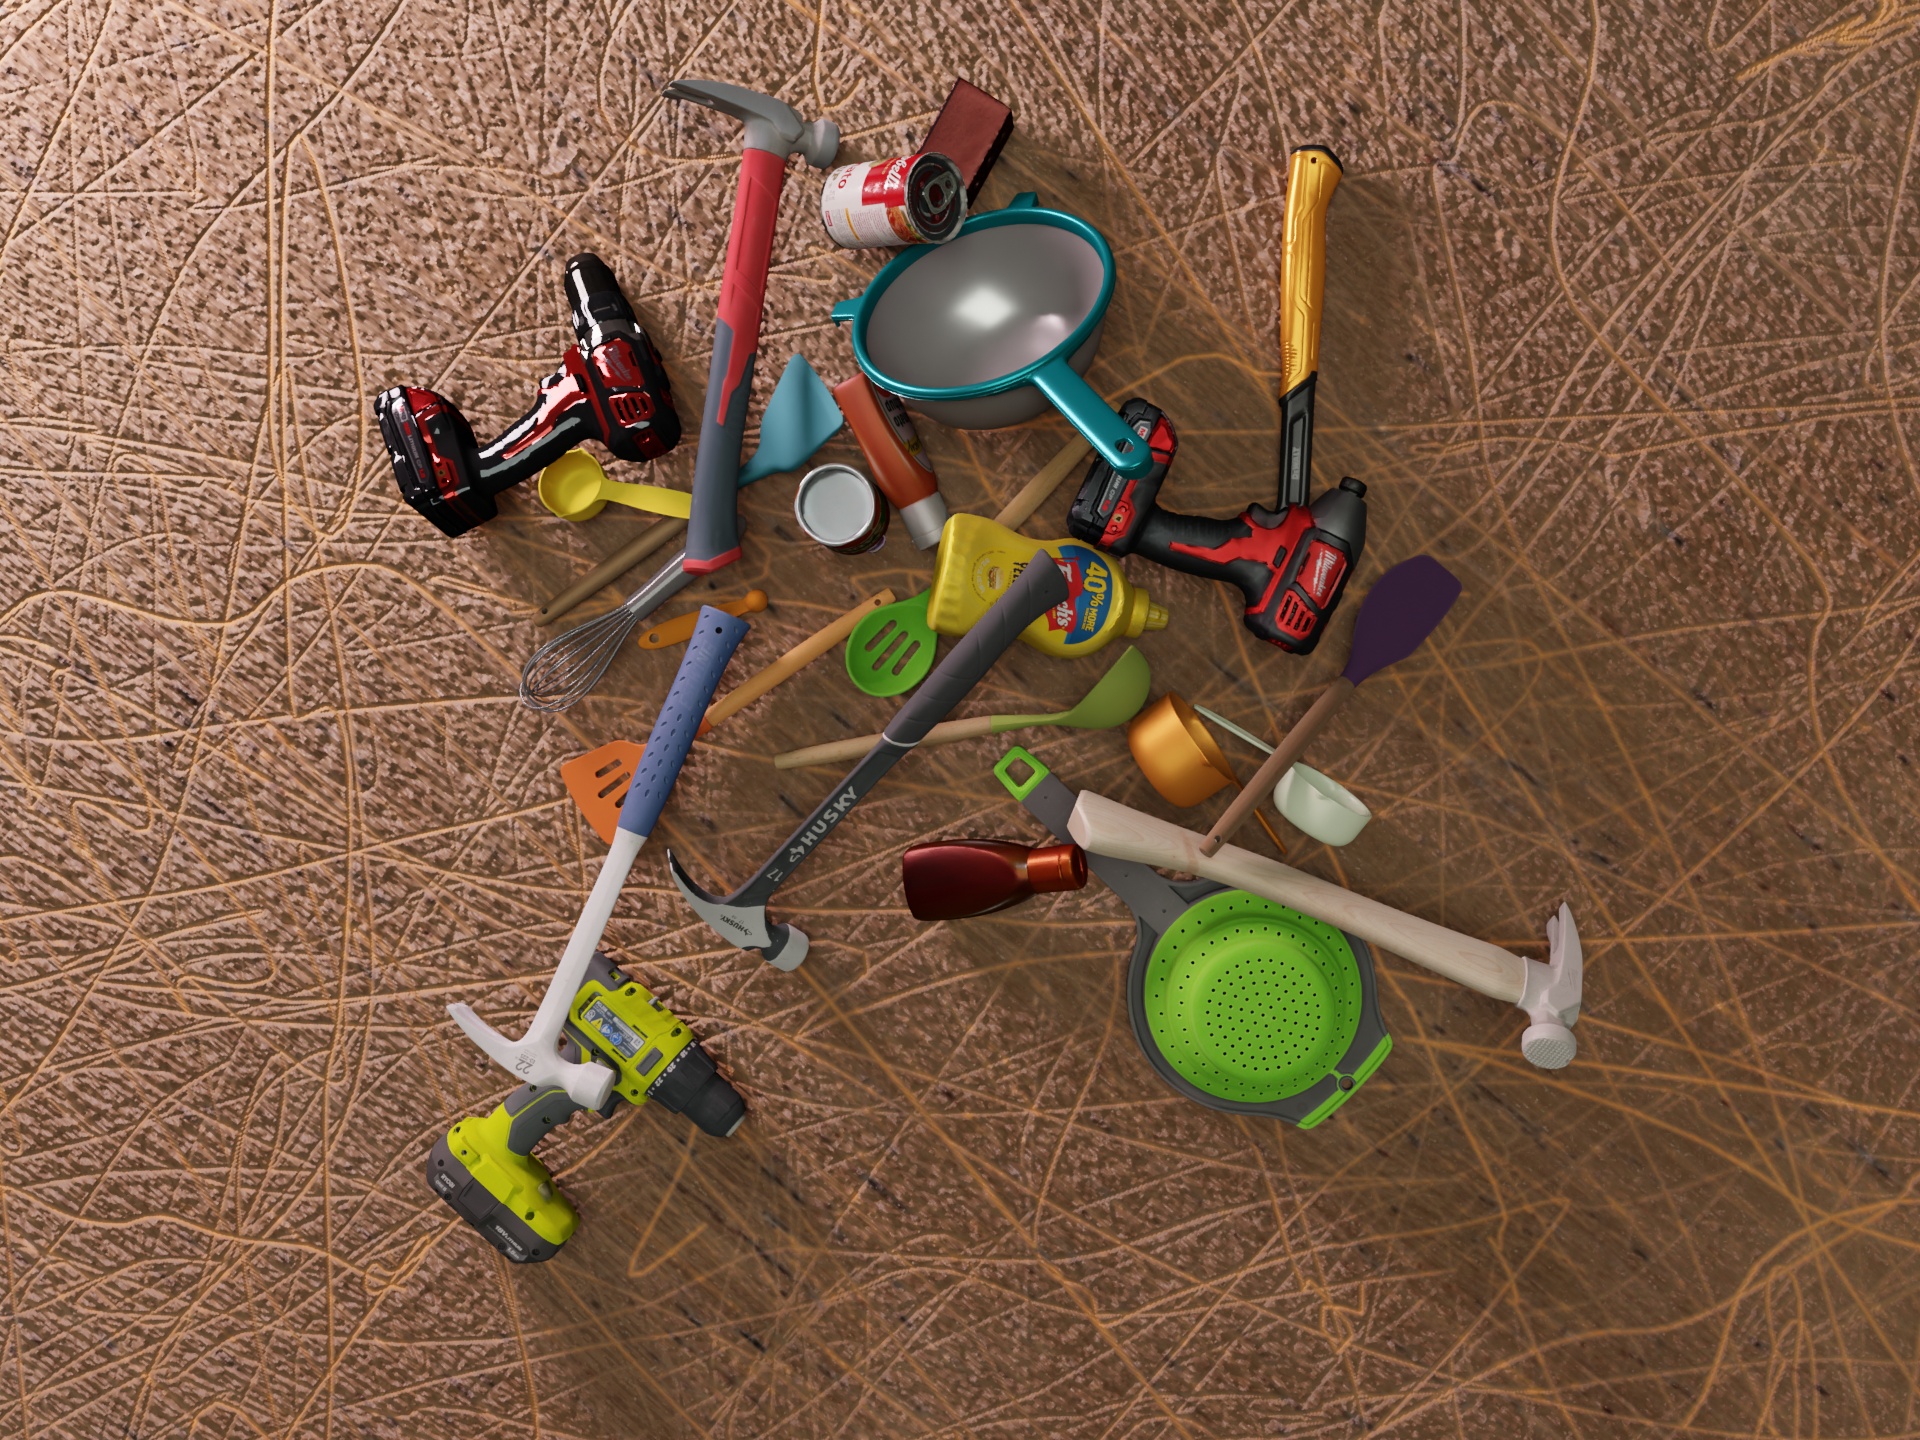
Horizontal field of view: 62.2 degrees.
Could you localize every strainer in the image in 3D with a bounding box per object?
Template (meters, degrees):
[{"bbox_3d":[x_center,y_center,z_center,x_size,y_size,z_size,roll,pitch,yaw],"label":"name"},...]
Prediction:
[{"bbox_3d":[0.057,-0.258,1.208,0.211,0.095,0.341,-32,51,-4],"label":"strainer"}]

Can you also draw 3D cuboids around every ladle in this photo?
[{"bbox_3d":[-0.002,-0.004,1.299,0.320,0.078,0.062,-10,94,11],"label":"ladle"}]

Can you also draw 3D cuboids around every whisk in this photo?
[{"bbox_3d":[-0.270,-0.091,1.321,0.239,0.055,0.055,-40,88,0],"label":"whisk"}]

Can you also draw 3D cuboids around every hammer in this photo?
[{"bbox_3d":[-0.192,-0.308,1.262,0.143,0.038,0.386,10,85,-25],"label":"hammer"},{"bbox_3d":[0.265,-0.292,1.280,0.127,0.034,0.337,3,92,3],"label":"hammer"},{"bbox_3d":[0.284,0.134,1.242,0.410,0.146,0.038,21,135,4],"label":"hammer"},{"bbox_3d":[-0.275,0.098,1.283,0.144,0.035,0.405,23,86,3],"label":"hammer"},{"bbox_3d":[-0.063,0.024,1.251,0.149,0.036,0.409,36,104,-31],"label":"hammer"}]

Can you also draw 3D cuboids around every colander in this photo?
[{"bbox_3d":[0.176,0.168,1.268,0.397,0.094,0.204,44,94,2],"label":"colander"}]

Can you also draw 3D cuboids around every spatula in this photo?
[{"bbox_3d":[-0.233,-0.176,1.316,0.317,0.044,0.082,-35,69,6],"label":"spatula"},{"bbox_3d":[-0.189,-0.014,1.329,0.322,0.041,0.081,-34,88,0],"label":"spatula"},{"bbox_3d":[0.287,-0.013,1.252,0.060,0.018,0.316,40,75,5],"label":"spatula"}]

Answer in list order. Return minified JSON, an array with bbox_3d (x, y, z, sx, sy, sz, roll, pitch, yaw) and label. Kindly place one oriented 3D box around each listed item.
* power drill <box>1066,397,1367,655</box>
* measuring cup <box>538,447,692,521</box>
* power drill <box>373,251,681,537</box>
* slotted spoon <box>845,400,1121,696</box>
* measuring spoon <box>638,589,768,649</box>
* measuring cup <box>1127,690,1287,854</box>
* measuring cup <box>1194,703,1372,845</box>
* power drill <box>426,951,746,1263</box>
[{"bbox_3d":[0.204,-0.158,1.234,0.219,0.078,0.143,26,93,-1],"label":"power drill"},{"bbox_3d":[-0.272,-0.183,1.314,0.156,0.029,0.062,13,79,12],"label":"measuring cup"},{"bbox_3d":[-0.354,-0.268,1.298,0.226,0.080,0.188,-24,73,2],"label":"power drill"},{"bbox_3d":[0.023,-0.143,1.307,0.070,0.031,0.314,43,92,-4],"label":"slotted spoon"},{"bbox_3d":[-0.217,-0.084,1.333,0.117,0.011,0.021,-20,90,5],"label":"measuring spoon"},{"bbox_3d":[0.198,0.057,1.281,0.052,0.095,0.173,-34,109,15],"label":"measuring cup"},{"bbox_3d":[0.250,0.045,1.281,0.168,0.083,0.038,35,105,18],"label":"measuring cup"},{"bbox_3d":[-0.309,0.333,1.320,0.190,0.080,0.228,42,91,3],"label":"power drill"}]
